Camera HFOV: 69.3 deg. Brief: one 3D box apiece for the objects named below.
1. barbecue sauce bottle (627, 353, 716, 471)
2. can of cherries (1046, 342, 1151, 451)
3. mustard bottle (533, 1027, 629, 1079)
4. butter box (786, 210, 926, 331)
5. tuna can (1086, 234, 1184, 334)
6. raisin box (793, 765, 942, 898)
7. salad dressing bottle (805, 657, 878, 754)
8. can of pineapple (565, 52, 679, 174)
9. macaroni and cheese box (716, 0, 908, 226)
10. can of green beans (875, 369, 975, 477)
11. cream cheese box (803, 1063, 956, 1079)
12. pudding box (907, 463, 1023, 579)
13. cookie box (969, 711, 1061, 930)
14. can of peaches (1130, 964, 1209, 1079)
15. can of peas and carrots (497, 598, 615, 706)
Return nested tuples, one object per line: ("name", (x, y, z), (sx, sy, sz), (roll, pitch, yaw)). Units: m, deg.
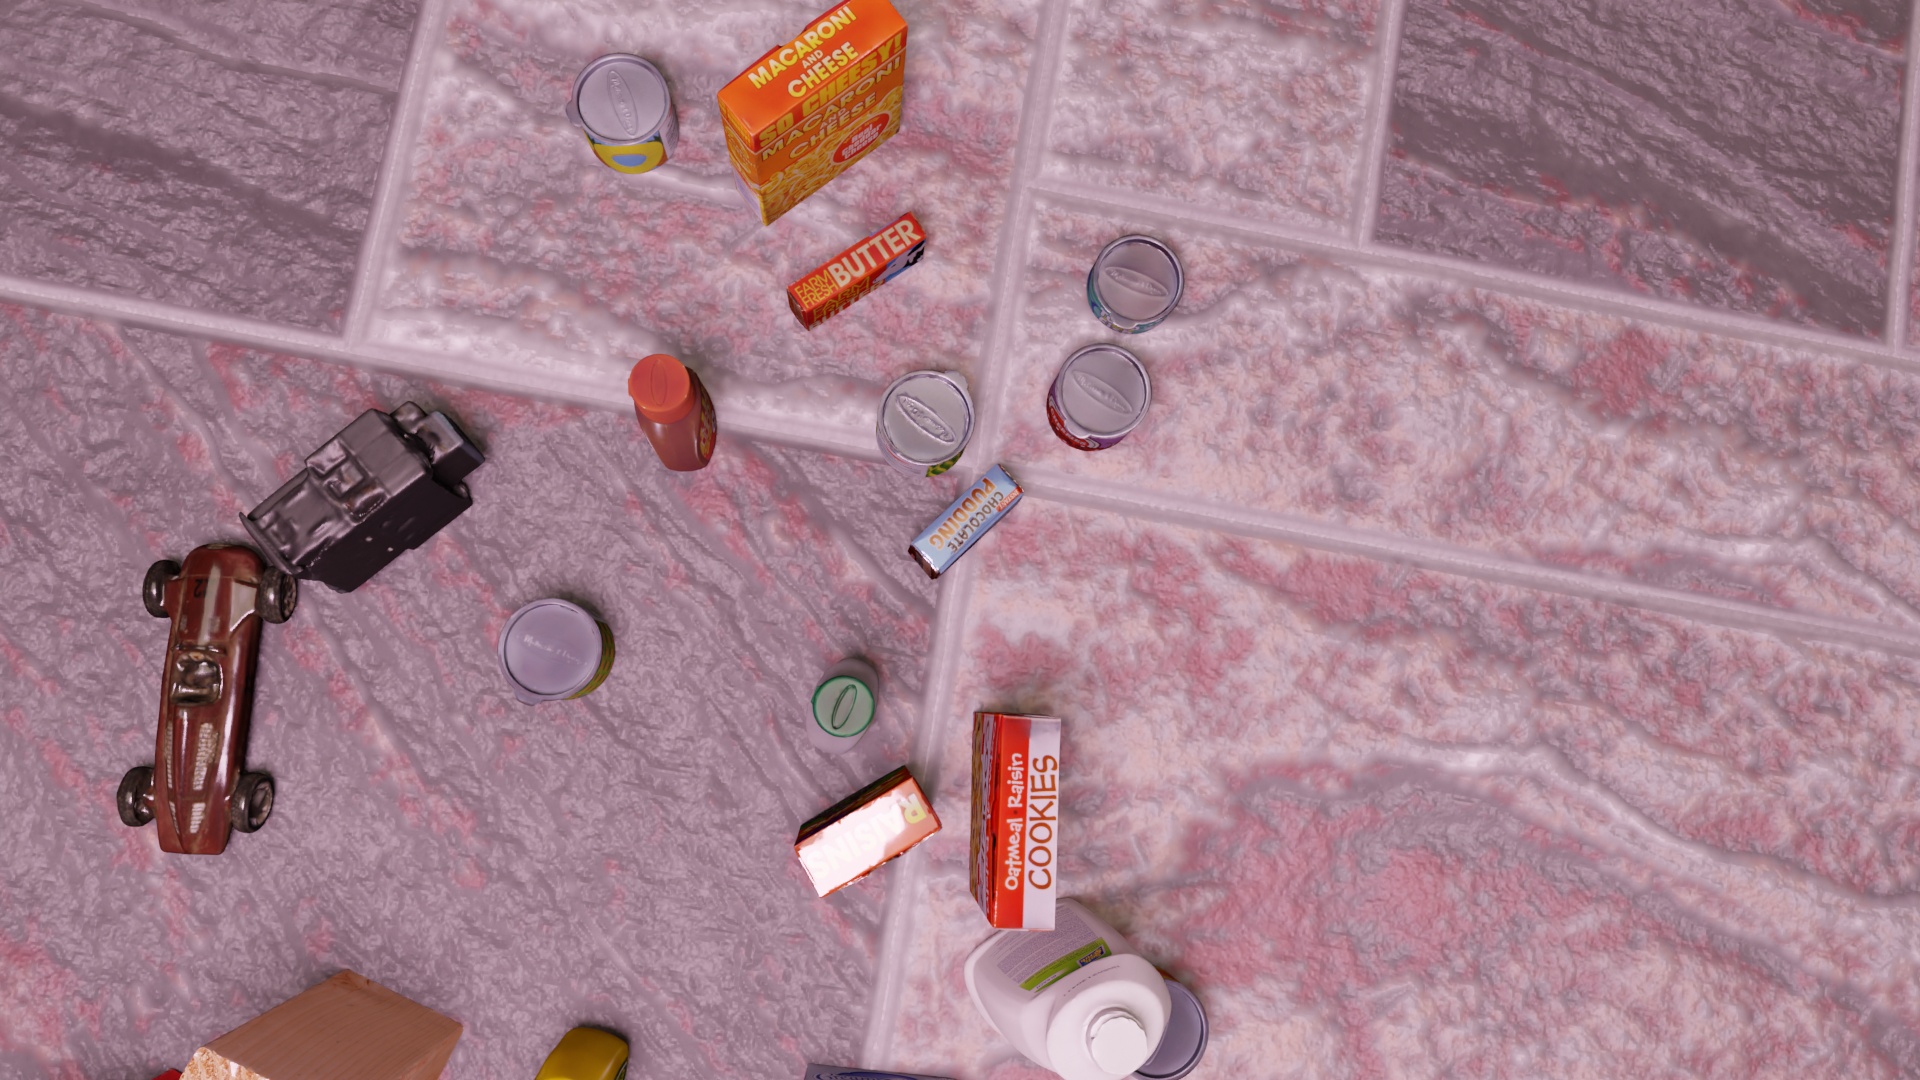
("barbecue sauce bottle", (-0.187, -0.086, 0.901), (0.044, 0.148, 0.065), (-2, 84, -5))
("can of cherries", (0.093, -0.097, 0.972), (0.071, 0.058, 0.071), (1, 83, -5))
("mustard bottle", (-0.237, 0.341, 0.838), (0.049, 0.160, 0.065), (18, 82, -2))
("butter box", (-0.072, -0.187, 0.972), (0.103, 0.053, 0.024), (-34, 87, -8))
("tuna can", (0.124, -0.181, 0.998), (0.071, 0.033, 0.071), (1, 83, -5))
("raisin box", (-0.060, 0.185, 0.891), (0.086, 0.123, 0.040), (-29, 87, -7))
("salad dressing bottle", (-0.075, 0.106, 0.887), (0.044, 0.147, 0.064), (24, 82, -2))
("can of pineapple", (-0.234, -0.297, 0.969), (0.071, 0.058, 0.071), (1, 83, -5))
("macaroni and cheese box", (-0.097, -0.285, 0.924), (0.124, 0.166, 0.040), (-38, 88, -8))
("can of green beans", (-0.025, -0.080, 0.960), (0.071, 0.057, 0.071), (1, 83, -5))
("cream cheese box", (-0.052, 0.365, 0.905), (0.104, 0.053, 0.024), (8, 83, -4))
("pudding box", (0.003, -0.012, 0.958), (0.084, 0.049, 0.030), (-43, 88, -8))
("cookie box", (0.031, 0.171, 0.878), (0.040, 0.167, 0.123), (2, 83, -4))
("can of peaches", (0.123, 0.318, 0.923), (0.071, 0.058, 0.071), (1, 83, -5))
("can of peas and carrots", (-0.267, 0.075, 0.920), (0.071, 0.058, 0.071), (1, 83, -5))
